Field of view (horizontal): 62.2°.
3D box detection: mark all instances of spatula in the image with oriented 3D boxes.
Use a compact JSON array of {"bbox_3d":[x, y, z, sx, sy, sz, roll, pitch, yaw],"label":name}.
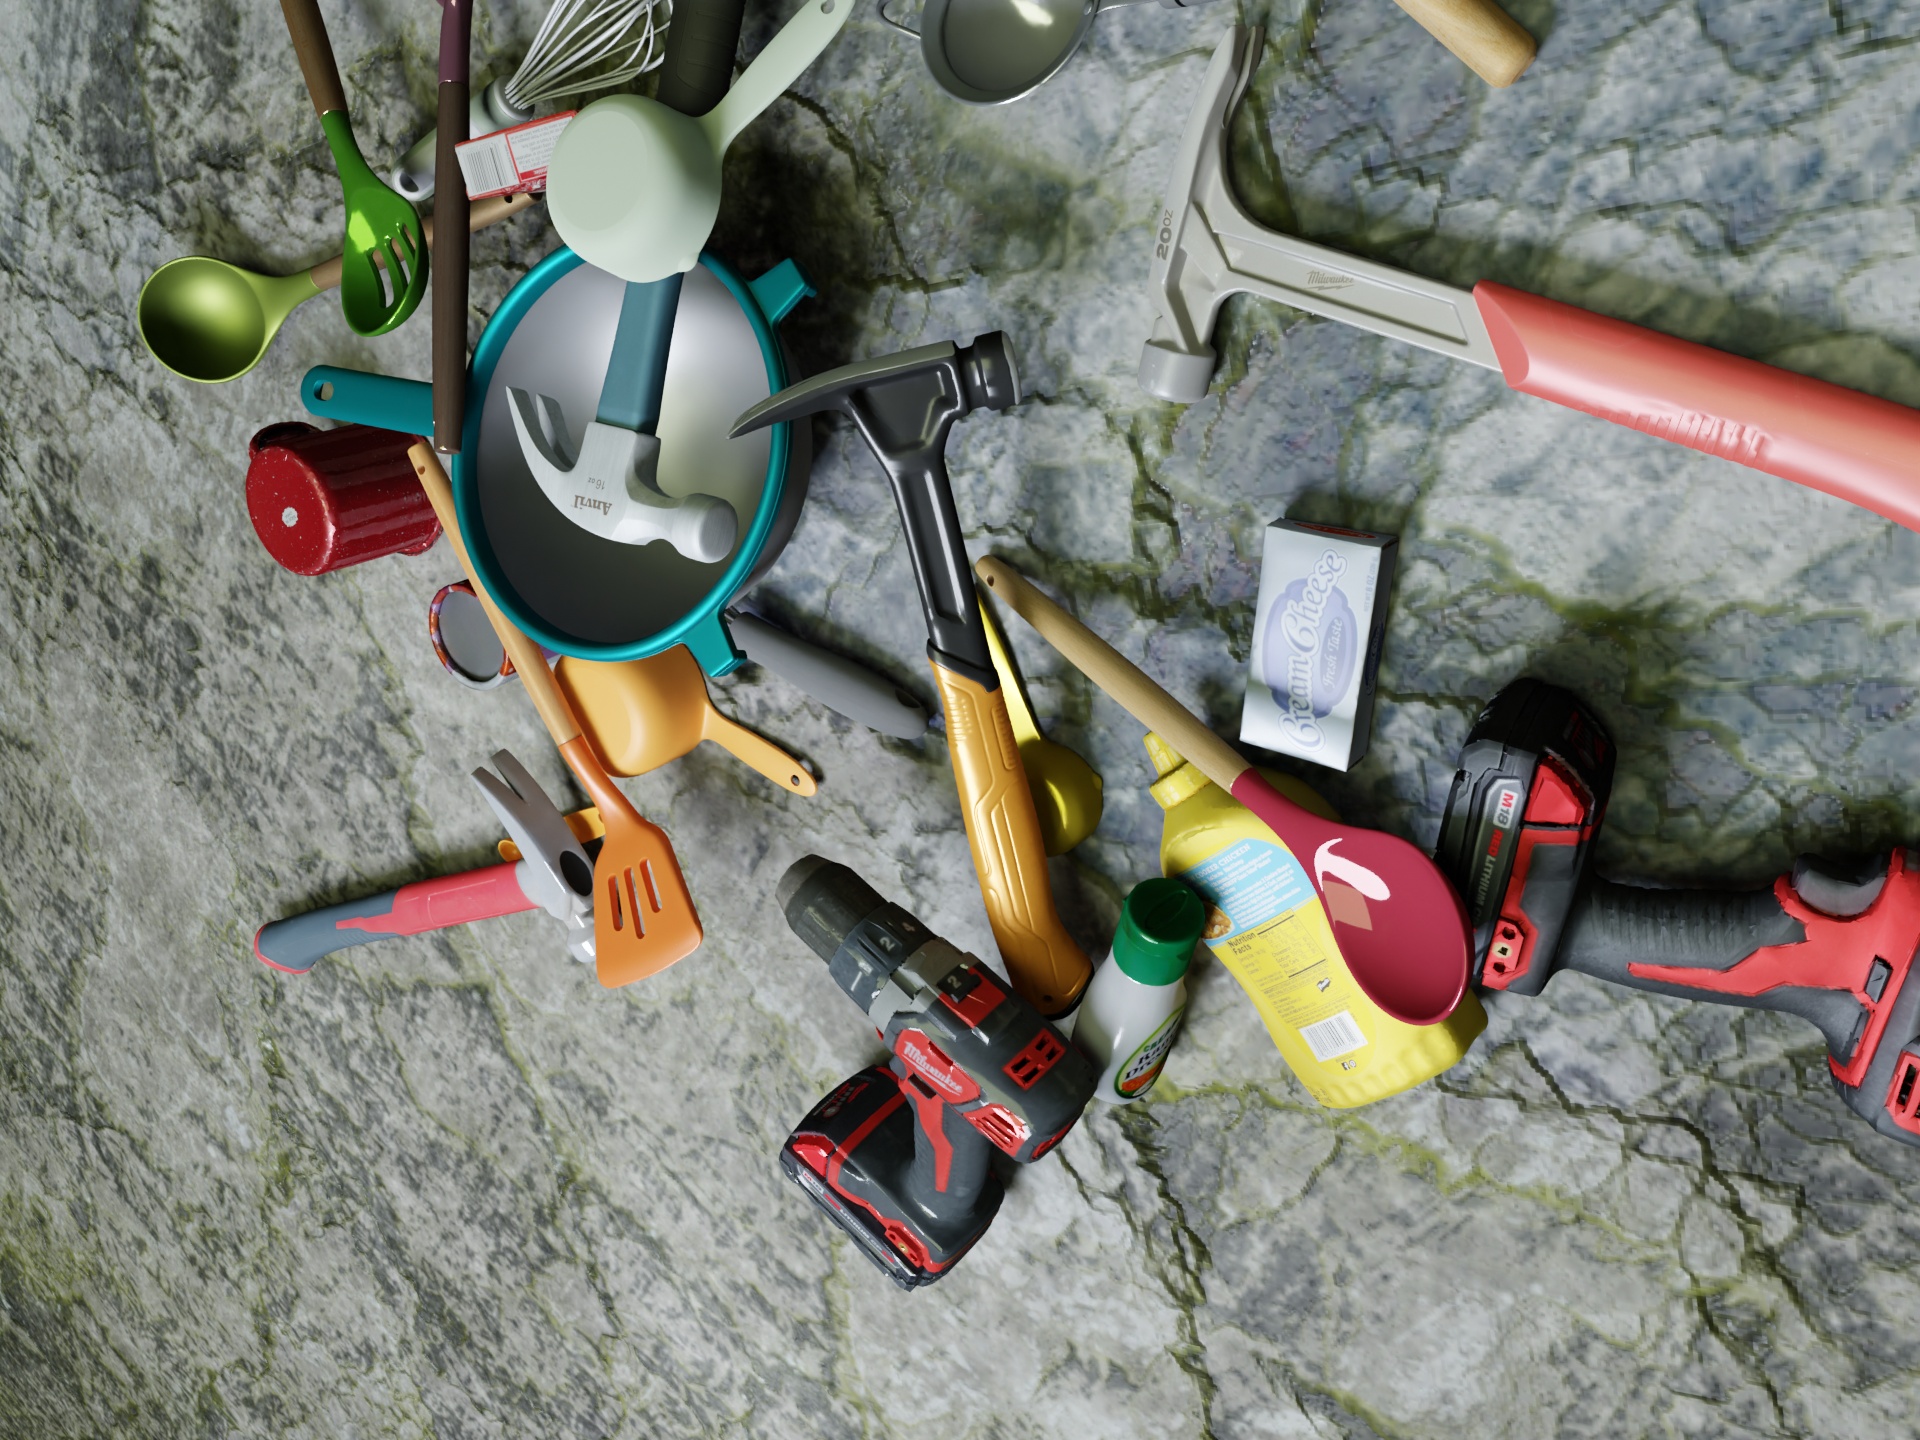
[{"bbox_3d":[-0.234,-0.008,0.888,0.081,0.041,0.322,-26,92,27],"label":"spatula"}]

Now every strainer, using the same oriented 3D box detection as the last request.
[{"bbox_3d":[-0.203,-0.147,0.835,0.340,0.095,0.211,15,96,30],"label":"strainer"},{"bbox_3d":[0.077,-0.282,0.614,0.258,0.050,0.087,10,87,39],"label":"strainer"}]

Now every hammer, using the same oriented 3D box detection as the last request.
[{"bbox_3d":[0.237,-0.141,0.588,0.359,0.037,0.149,26,121,24],"label":"hammer"},{"bbox_3d":[-0.391,0.119,1.102,0.386,0.038,0.143,-14,112,38],"label":"hammer"},{"bbox_3d":[-0.001,-0.002,0.739,0.127,0.034,0.336,-13,113,5],"label":"hammer"},{"bbox_3d":[-0.128,-0.245,0.722,0.128,0.033,0.331,16,96,27],"label":"hammer"}]

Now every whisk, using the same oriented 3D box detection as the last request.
[{"bbox_3d":[-0.225,-0.323,0.817,0.246,0.059,0.057,-14,129,41],"label":"whisk"},{"bbox_3d":[-0.120,-0.048,0.857,0.239,0.055,0.055,27,122,17],"label":"whisk"},{"bbox_3d":[0.119,-0.323,0.589,0.245,0.051,0.047,45,121,7],"label":"whisk"}]

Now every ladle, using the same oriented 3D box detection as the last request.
[{"bbox_3d":[0.103,0.013,0.690,0.316,0.031,0.069,44,131,35],"label":"ladle"},{"bbox_3d":[-0.367,-0.264,0.930,0.320,0.062,0.078,-7,108,33],"label":"ladle"}]

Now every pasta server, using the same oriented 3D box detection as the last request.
[{"bbox_3d":[-0.263,-0.293,0.800,0.060,0.040,0.316,178,92,-71],"label":"pasta server"}]

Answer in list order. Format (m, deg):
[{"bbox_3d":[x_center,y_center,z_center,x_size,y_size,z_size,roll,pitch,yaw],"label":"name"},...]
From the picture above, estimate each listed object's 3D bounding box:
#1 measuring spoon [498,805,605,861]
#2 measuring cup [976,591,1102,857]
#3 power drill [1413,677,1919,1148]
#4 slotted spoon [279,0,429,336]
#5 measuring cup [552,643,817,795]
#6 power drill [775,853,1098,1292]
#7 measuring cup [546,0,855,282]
[{"bbox_3d":[-0.257,0.072,1.023,0.117,0.011,0.021,-19,108,34],"label":"measuring spoon"},{"bbox_3d":[0.019,-0.002,0.792,0.062,0.029,0.156,-19,101,37],"label":"measuring cup"},{"bbox_3d":[0.299,0.065,0.608,0.220,0.078,0.143,18,118,24],"label":"power drill"},{"bbox_3d":[-0.341,-0.347,0.854,0.070,0.031,0.314,-26,79,31],"label":"slotted spoon"},{"bbox_3d":[-0.162,0.008,0.904,0.174,0.052,0.095,28,122,24],"label":"measuring cup"},{"bbox_3d":[-0.034,0.185,0.837,0.188,0.080,0.226,40,142,17],"label":"power drill"},{"bbox_3d":[-0.112,-0.257,0.672,0.167,0.038,0.083,-36,74,24],"label":"measuring cup"}]
